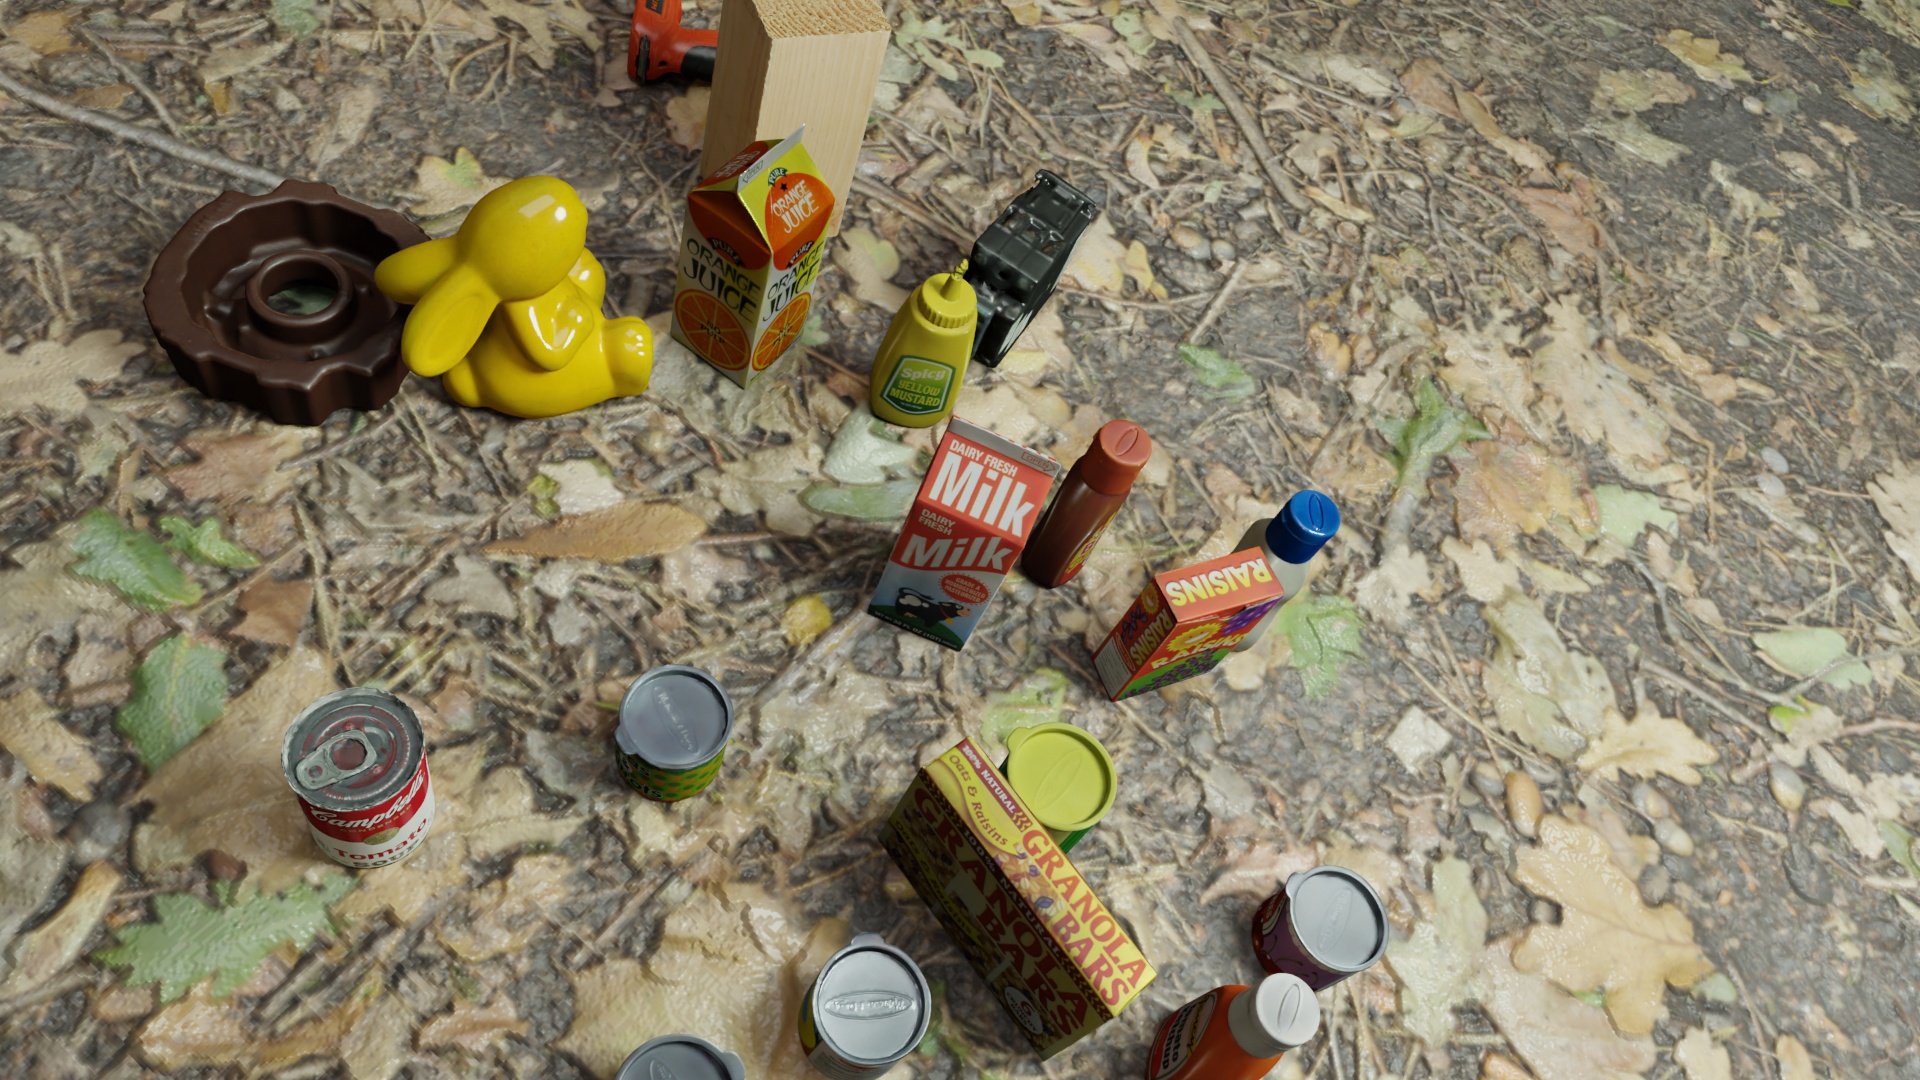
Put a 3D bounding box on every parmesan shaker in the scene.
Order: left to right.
[{"bbox_3d":[0.044,0.159,0.843,0.071,0.102,0.071,8,58,-12],"label":"parmesan shaker"}]

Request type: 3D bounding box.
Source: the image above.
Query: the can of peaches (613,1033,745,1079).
[{"bbox_3d":[-0.149,0.297,0.727,0.071,0.057,0.071,8,58,-12],"label":"can of peaches"}]

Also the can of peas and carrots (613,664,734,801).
[{"bbox_3d":[-0.174,0.117,0.830,0.071,0.058,0.071,8,58,-12],"label":"can of peas and carrots"}]

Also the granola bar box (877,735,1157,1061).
[{"bbox_3d":[0.028,0.207,0.796,0.039,0.123,0.166,-30,72,-29],"label":"granola bar box"}]

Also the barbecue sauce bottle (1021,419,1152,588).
[{"bbox_3d":[0.086,-0.026,0.943,0.044,0.147,0.065,36,56,7],"label":"barbecue sauce bottle"}]

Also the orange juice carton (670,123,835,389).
[{"bbox_3d":[-0.142,-0.199,0.953,0.073,0.191,0.072,36,56,7],"label":"orange juice carton"}]

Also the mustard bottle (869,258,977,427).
[{"bbox_3d":[-0.021,-0.141,0.973,0.065,0.159,0.049,11,57,-10],"label":"mustard bottle"}]

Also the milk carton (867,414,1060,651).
[{"bbox_3d":[0.003,-0.011,0.883,0.072,0.189,0.074,23,56,-2],"label":"milk carton"}]

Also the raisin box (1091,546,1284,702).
[{"bbox_3d":[0.149,0.058,0.925,0.086,0.122,0.040,-13,64,-23],"label":"raisin box"}]

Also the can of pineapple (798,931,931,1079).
[{"bbox_3d":[-0.054,0.263,0.777,0.071,0.057,0.071,8,58,-12],"label":"can of pineapple"}]

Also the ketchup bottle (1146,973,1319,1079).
[{"bbox_3d":[0.152,0.278,0.775,0.043,0.148,0.065,29,56,2],"label":"ketchup bottle"}]

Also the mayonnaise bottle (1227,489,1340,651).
[{"bbox_3d":[0.210,0.019,0.952,0.041,0.147,0.065,9,58,-12],"label":"mayonnaise bottle"}]

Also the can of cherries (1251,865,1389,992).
[{"bbox_3d":[0.223,0.243,0.873,0.071,0.058,0.072,8,58,-12],"label":"can of cherries"}]
